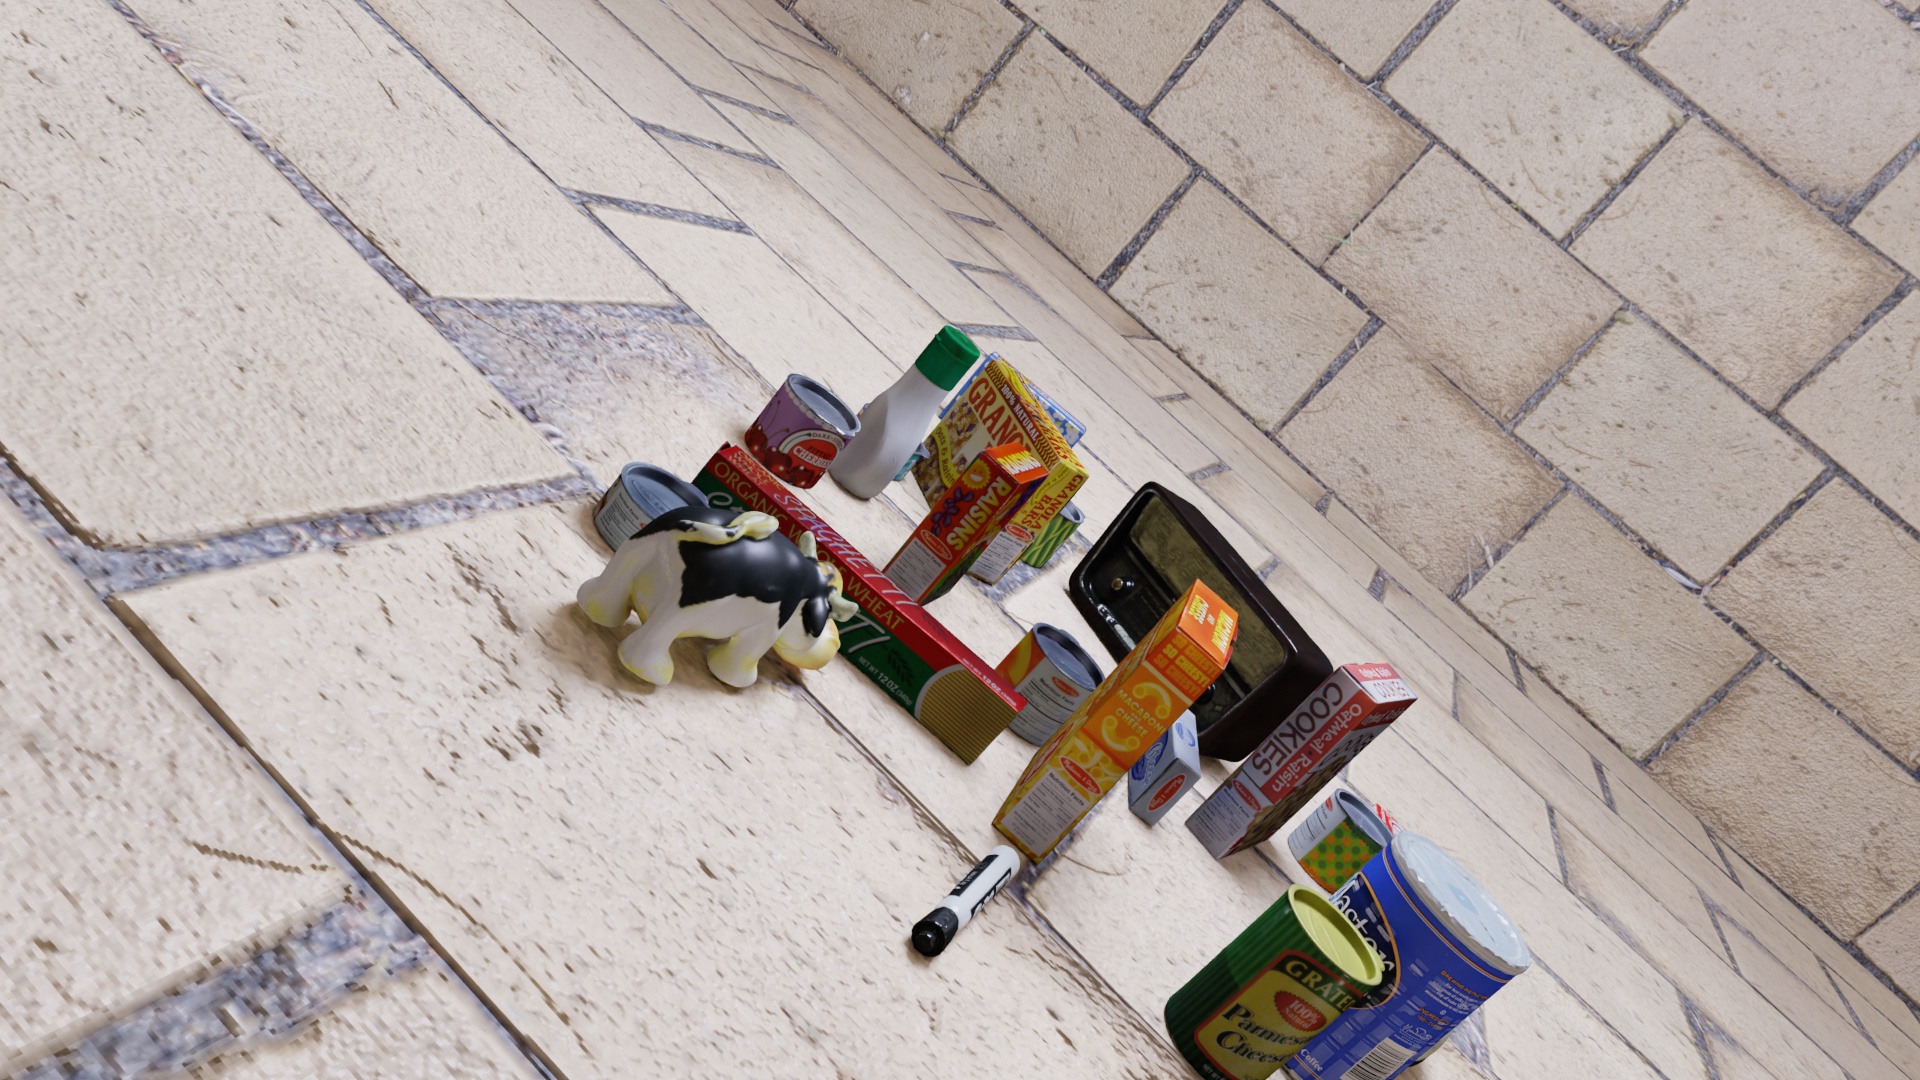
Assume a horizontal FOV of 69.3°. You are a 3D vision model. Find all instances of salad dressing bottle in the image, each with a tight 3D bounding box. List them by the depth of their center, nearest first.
[{"bbox_3d":[-0.043,-0.100,1.079,0.044,0.147,0.064,28,21,-34],"label":"salad dressing bottle"}]

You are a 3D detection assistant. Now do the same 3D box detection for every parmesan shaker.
[{"bbox_3d":[0.173,0.250,0.765,0.071,0.102,0.071,36,18,-14],"label":"parmesan shaker"}]

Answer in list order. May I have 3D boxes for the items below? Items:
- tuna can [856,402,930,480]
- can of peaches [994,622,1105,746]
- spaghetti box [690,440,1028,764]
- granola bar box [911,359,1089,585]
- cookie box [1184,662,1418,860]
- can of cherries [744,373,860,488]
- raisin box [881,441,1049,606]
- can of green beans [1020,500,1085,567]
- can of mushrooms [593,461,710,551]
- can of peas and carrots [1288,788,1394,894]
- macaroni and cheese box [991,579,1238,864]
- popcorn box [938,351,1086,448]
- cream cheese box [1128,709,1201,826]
[{"bbox_3d":[-0.063,-0.082,1.182,0.071,0.032,0.071,36,19,-14],"label":"tuna can"},{"bbox_3d":[0.058,0.099,0.961,0.071,0.058,0.071,36,18,-14],"label":"can of peaches"},{"bbox_3d":[-0.069,0.038,0.864,0.250,0.050,0.029,41,18,2],"label":"spaghetti box"},{"bbox_3d":[0.028,-0.060,1.165,0.039,0.124,0.166,28,22,-35],"label":"granola bar box"},{"bbox_3d":[0.254,0.160,1.031,0.040,0.167,0.123,49,20,24],"label":"cookie box"},{"bbox_3d":[-0.117,-0.079,1.029,0.071,0.058,0.072,36,18,-14],"label":"can of cherries"},{"bbox_3d":[0.004,-0.013,1.008,0.040,0.123,0.086,43,18,9],"label":"raisin box"},{"bbox_3d":[0.068,-0.018,1.251,0.071,0.057,0.071,36,18,-14],"label":"can of green beans"},{"bbox_3d":[-0.174,-0.012,0.799,0.071,0.033,0.071,36,19,-14],"label":"can of mushrooms"},{"bbox_3d":[0.309,0.245,1.117,0.071,0.058,0.071,36,18,-14],"label":"can of peas and carrots"},{"bbox_3d":[0.099,0.107,0.848,0.040,0.166,0.124,42,18,4],"label":"macaroni and cheese box"},{"bbox_3d":[0.054,-0.121,1.420,0.126,0.085,0.038,39,18,-3],"label":"popcorn box"},{"bbox_3d":[0.146,0.158,1.005,0.024,0.053,0.104,39,18,-6],"label":"cream cheese box"}]
